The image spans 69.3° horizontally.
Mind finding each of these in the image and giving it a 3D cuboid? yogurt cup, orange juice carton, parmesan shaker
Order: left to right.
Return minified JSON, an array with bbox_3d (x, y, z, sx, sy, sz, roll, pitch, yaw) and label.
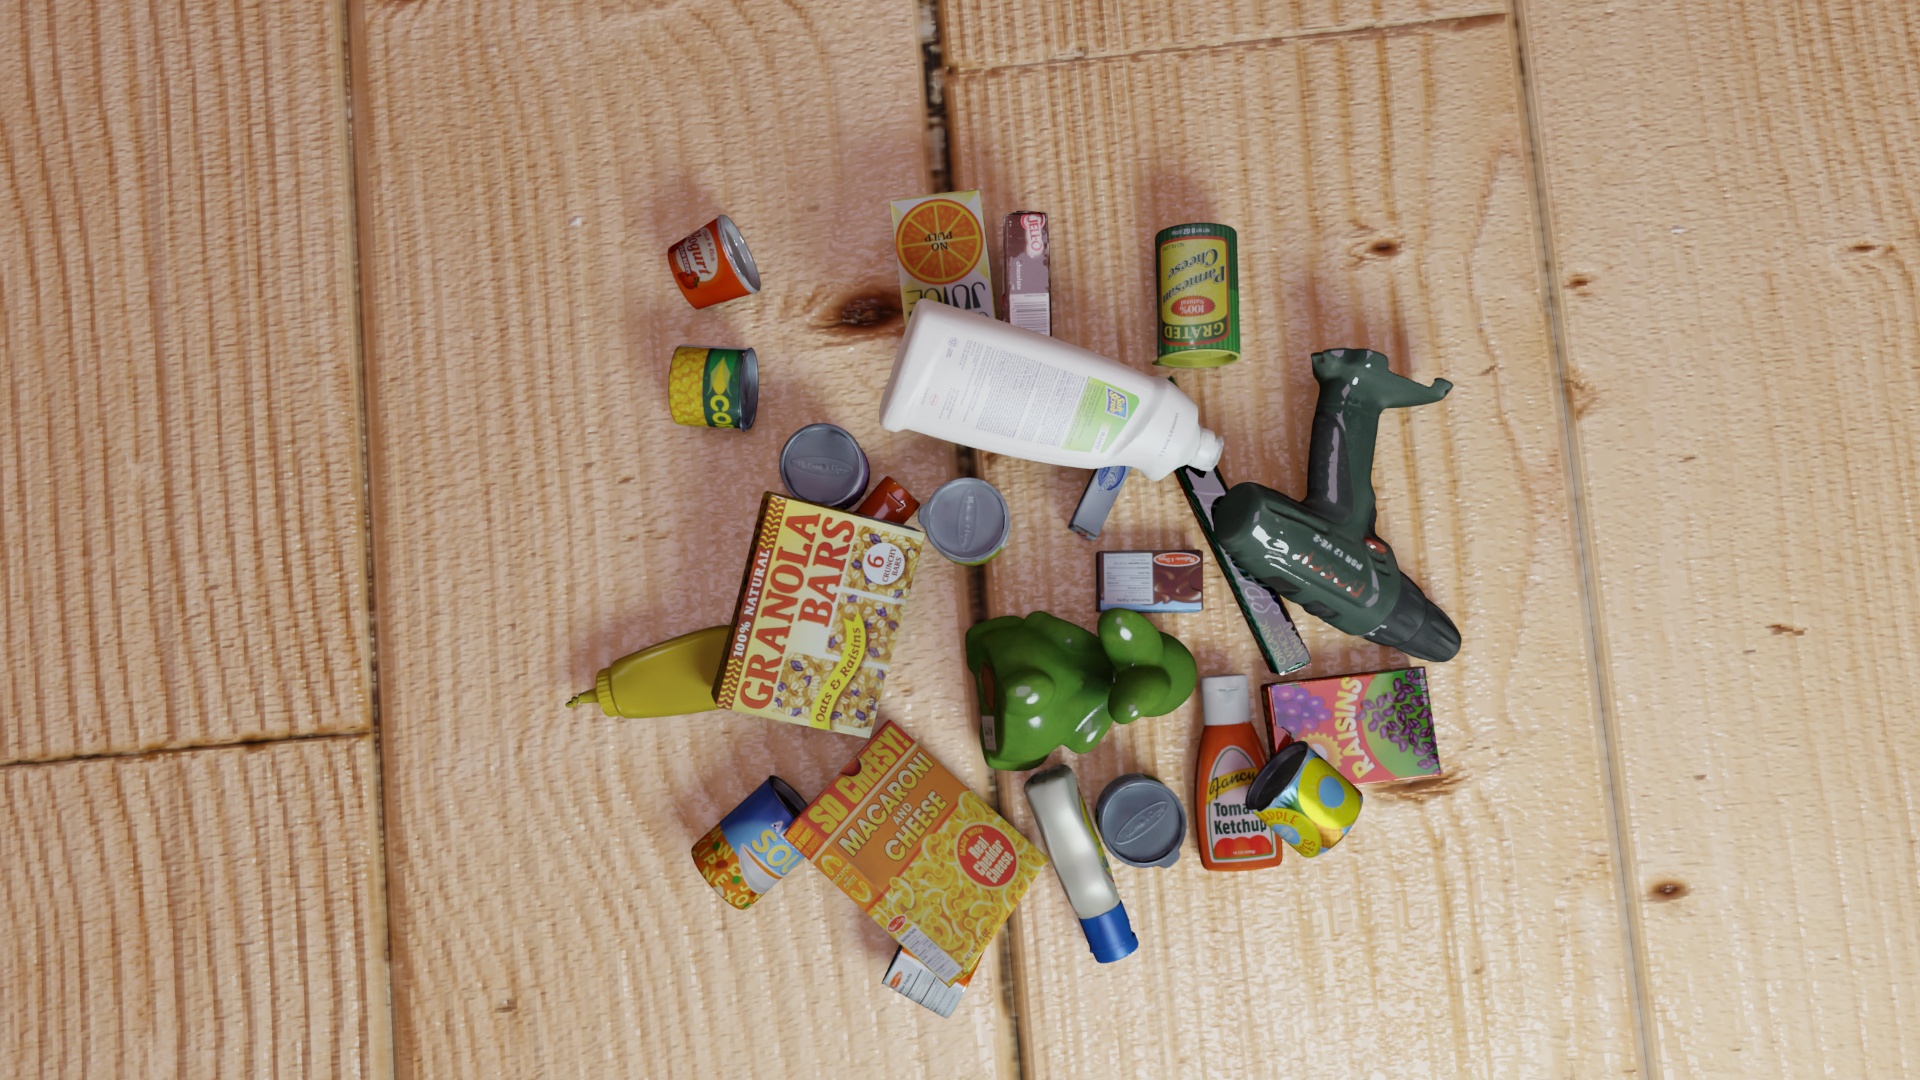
[{"bbox_3d":[-0.200,-0.222,1.122,0.054,0.072,0.072,-22,85,8],"label":"yogurt cup"},{"bbox_3d":[-0.007,-0.173,1.105,0.073,0.072,0.192,-7,84,2],"label":"orange juice carton"},{"bbox_3d":[0.185,-0.193,1.103,0.071,0.071,0.103,-1,85,2],"label":"parmesan shaker"}]

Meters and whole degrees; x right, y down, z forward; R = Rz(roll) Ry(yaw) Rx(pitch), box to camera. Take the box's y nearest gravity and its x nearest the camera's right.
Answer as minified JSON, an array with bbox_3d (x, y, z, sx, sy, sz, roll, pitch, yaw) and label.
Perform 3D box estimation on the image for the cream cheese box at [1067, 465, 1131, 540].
[{"bbox_3d":[0.118,-0.051,1.098,0.024,0.053,0.104,27,87,0],"label":"cream cheese box"}]

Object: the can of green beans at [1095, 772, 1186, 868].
[{"bbox_3d":[0.138,0.215,1.072,0.071,0.058,0.071,0,85,2],"label":"can of green beans"}]

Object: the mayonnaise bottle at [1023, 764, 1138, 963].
[{"bbox_3d":[0.094,0.249,1.070,0.041,0.065,0.148,-23,88,5],"label":"mayonnaise bottle"}]

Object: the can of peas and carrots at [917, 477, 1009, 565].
[{"bbox_3d":[0.004,-0.014,1.097,0.071,0.058,0.071,0,85,3],"label":"can of peas and carrots"}]

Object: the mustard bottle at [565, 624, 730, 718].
[{"bbox_3d":[-0.235,0.110,1.100,0.160,0.049,0.065,-12,88,2],"label":"mustard bottle"}]

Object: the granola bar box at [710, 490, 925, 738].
[{"bbox_3d":[-0.109,0.056,1.062,0.124,0.039,0.165,14,94,-16],"label":"granola bar box"}]

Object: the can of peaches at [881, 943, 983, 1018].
[{"bbox_3d":[-0.019,0.321,1.066,0.058,0.071,0.071,28,87,4],"label":"can of peaches"}]

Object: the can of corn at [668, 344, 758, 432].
[{"bbox_3d":[-0.197,-0.121,1.109,0.058,0.071,0.071,4,85,3],"label":"can of corn"}]

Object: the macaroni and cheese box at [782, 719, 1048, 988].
[{"bbox_3d":[-0.031,0.232,1.051,0.166,0.040,0.124,41,45,5],"label":"macaroni and cheese box"}]

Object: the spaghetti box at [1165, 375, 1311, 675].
[{"bbox_3d":[0.207,-0.011,1.093,0.029,0.050,0.250,-25,85,2],"label":"spaghetti box"}]

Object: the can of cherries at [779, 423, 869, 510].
[{"bbox_3d":[-0.108,-0.054,1.105,0.071,0.058,0.071,0,85,1],"label":"can of cherries"}]

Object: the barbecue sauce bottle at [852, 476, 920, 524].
[{"bbox_3d":[-0.094,0.015,1.105,0.065,0.043,0.148,41,87,-3],"label":"barbecue sauce bottle"}]

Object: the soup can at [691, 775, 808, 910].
[{"bbox_3d":[-0.155,0.236,1.075,0.084,0.071,0.071,-42,85,-1],"label":"soup can"}]

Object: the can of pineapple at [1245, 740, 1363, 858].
[{"bbox_3d":[0.253,0.193,1.026,0.058,0.071,0.071,41,88,-3],"label":"can of pineapple"}]

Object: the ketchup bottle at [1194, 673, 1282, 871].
[{"bbox_3d":[0.211,0.179,1.080,0.065,0.043,0.149,-5,84,5],"label":"ketchup bottle"}]

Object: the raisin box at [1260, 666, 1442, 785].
[{"bbox_3d":[0.302,0.147,1.081,0.123,0.040,0.086,-7,86,2],"label":"raisin box"}]

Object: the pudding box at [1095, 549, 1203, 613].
[{"bbox_3d":[0.149,0.033,1.101,0.084,0.030,0.049,-1,84,2],"label":"pudding box"}]
